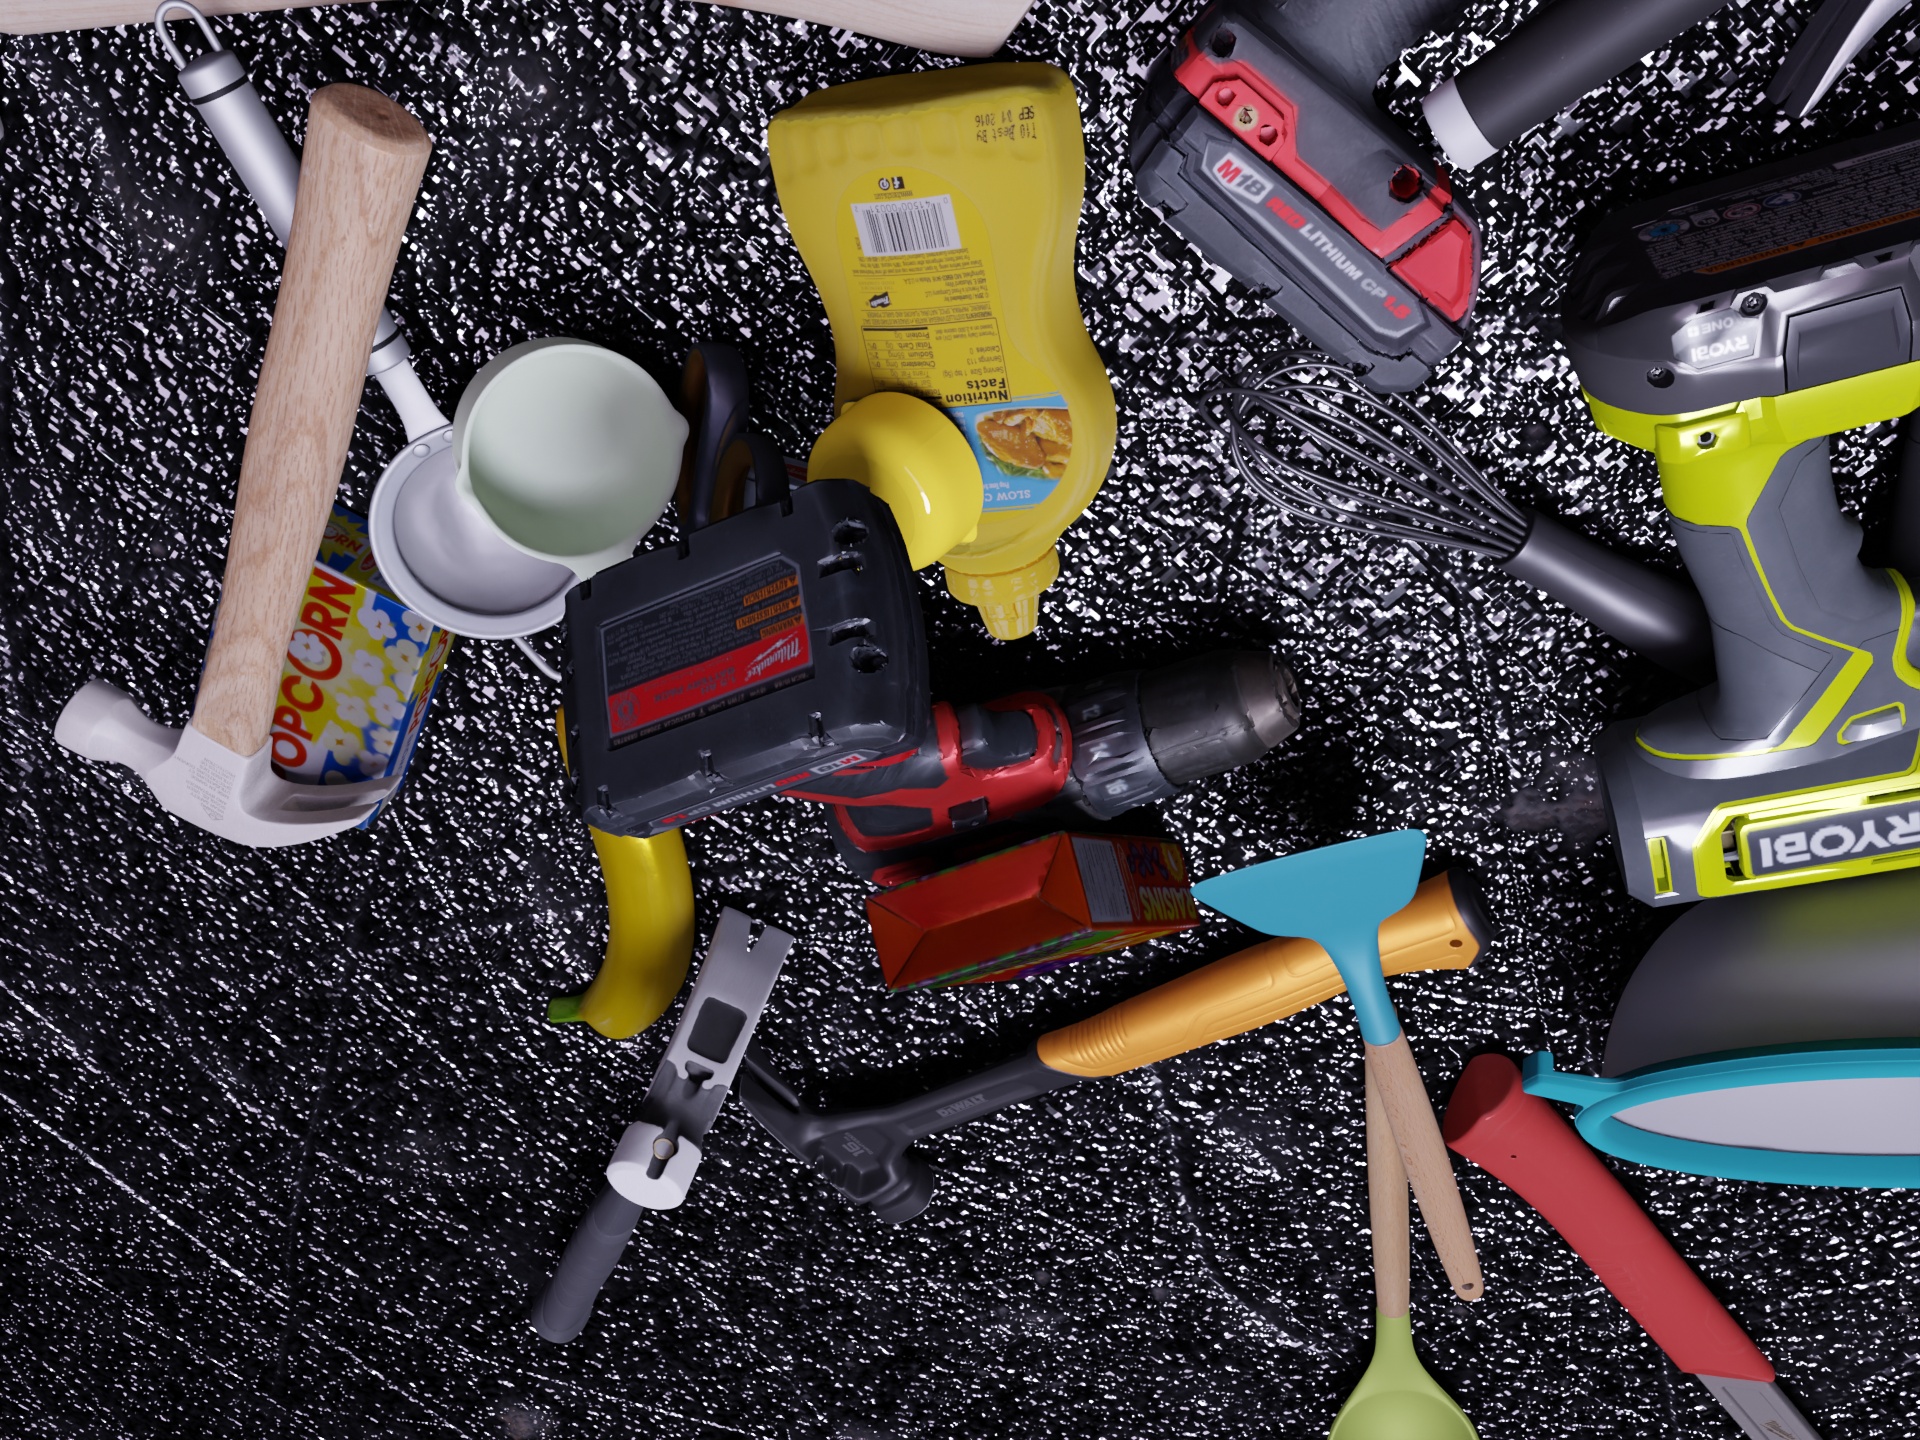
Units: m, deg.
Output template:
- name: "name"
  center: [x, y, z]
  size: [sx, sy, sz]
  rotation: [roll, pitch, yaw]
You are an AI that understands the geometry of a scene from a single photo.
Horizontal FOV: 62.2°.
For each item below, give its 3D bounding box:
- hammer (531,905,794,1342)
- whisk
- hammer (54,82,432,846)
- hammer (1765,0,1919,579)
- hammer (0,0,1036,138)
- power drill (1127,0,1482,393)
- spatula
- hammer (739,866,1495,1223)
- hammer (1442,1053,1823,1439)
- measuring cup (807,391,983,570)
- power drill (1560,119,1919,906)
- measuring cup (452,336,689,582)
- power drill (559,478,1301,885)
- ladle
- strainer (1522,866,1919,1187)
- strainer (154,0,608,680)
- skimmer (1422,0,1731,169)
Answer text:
- name: "hammer"
  center: [-0.158, 0.221, 0.766]
  size: [0.035, 0.146, 0.334]
  rotation: [26, 136, -5]
- name: "whisk"
  center: [0.187, -0.060, 0.540]
  size: [0.239, 0.055, 0.055]
  rotation: [25, 124, -11]
- name: "hammer"
  center: [-0.240, -0.068, 0.565]
  size: [0.130, 0.031, 0.331]
  rotation: [30, 129, -5]
- name: "hammer"
  center: [0.316, -0.091, 0.498]
  size: [0.128, 0.033, 0.330]
  rotation: [-4, 122, 13]
- name: "hammer"
  center: [-0.175, -0.252, 0.493]
  size: [0.410, 0.038, 0.146]
  rotation: [4, 122, 9]
- name: "power drill"
  center: [0.159, -0.206, 0.432]
  size: [0.143, 0.079, 0.219]
  rotation: [35, 120, -12]
- name: "spatula"
  center: [0.175, 0.151, 0.641]
  size: [0.082, 0.044, 0.317]
  rotation: [-16, 124, 15]
- name: "hammer"
  center: [0.064, 0.134, 0.692]
  size: [0.337, 0.034, 0.127]
  rotation: [-26, 125, 24]
- name: "hammer"
  center: [0.344, 0.274, 0.732]
  size: [0.149, 0.037, 0.358]
  rotation: [-32, 112, 27]
- name: "measuring cup"
  center: [-0.049, -0.051, 0.550]
  size: [0.062, 0.029, 0.156]
  rotation: [46, 135, -2]
- name: "power drill"
  center: [0.280, -0.049, 0.468]
  size: [0.190, 0.080, 0.228]
  rotation: [-13, 123, 19]
- name: "measuring cup"
  center: [-0.134, -0.058, 0.581]
  size: [0.083, 0.038, 0.167]
  rotation: [-20, 122, -20]
- name: "power drill"
  center: [-0.001, -0.002, 0.537]
  size: [0.188, 0.080, 0.226]
  rotation: [-18, 159, 24]
- name: "ladle"
  center: [0.204, 0.266, 0.745]
  size: [0.078, 0.062, 0.320]
  rotation: [-6, 119, 7]
- name: "strainer"
  center: [0.376, 0.089, 0.529]
  size: [0.340, 0.095, 0.210]
  rotation: [-18, 147, 40]
- name: "strainer"
  center: [-0.198, -0.125, 0.560]
  size: [0.087, 0.050, 0.258]
  rotation: [-24, 126, -1]
- name: "skimmer"
  center: [0.265, -0.246, 0.340]
  size: [0.363, 0.090, 0.127]
  rotation: [-31, 112, 32]
